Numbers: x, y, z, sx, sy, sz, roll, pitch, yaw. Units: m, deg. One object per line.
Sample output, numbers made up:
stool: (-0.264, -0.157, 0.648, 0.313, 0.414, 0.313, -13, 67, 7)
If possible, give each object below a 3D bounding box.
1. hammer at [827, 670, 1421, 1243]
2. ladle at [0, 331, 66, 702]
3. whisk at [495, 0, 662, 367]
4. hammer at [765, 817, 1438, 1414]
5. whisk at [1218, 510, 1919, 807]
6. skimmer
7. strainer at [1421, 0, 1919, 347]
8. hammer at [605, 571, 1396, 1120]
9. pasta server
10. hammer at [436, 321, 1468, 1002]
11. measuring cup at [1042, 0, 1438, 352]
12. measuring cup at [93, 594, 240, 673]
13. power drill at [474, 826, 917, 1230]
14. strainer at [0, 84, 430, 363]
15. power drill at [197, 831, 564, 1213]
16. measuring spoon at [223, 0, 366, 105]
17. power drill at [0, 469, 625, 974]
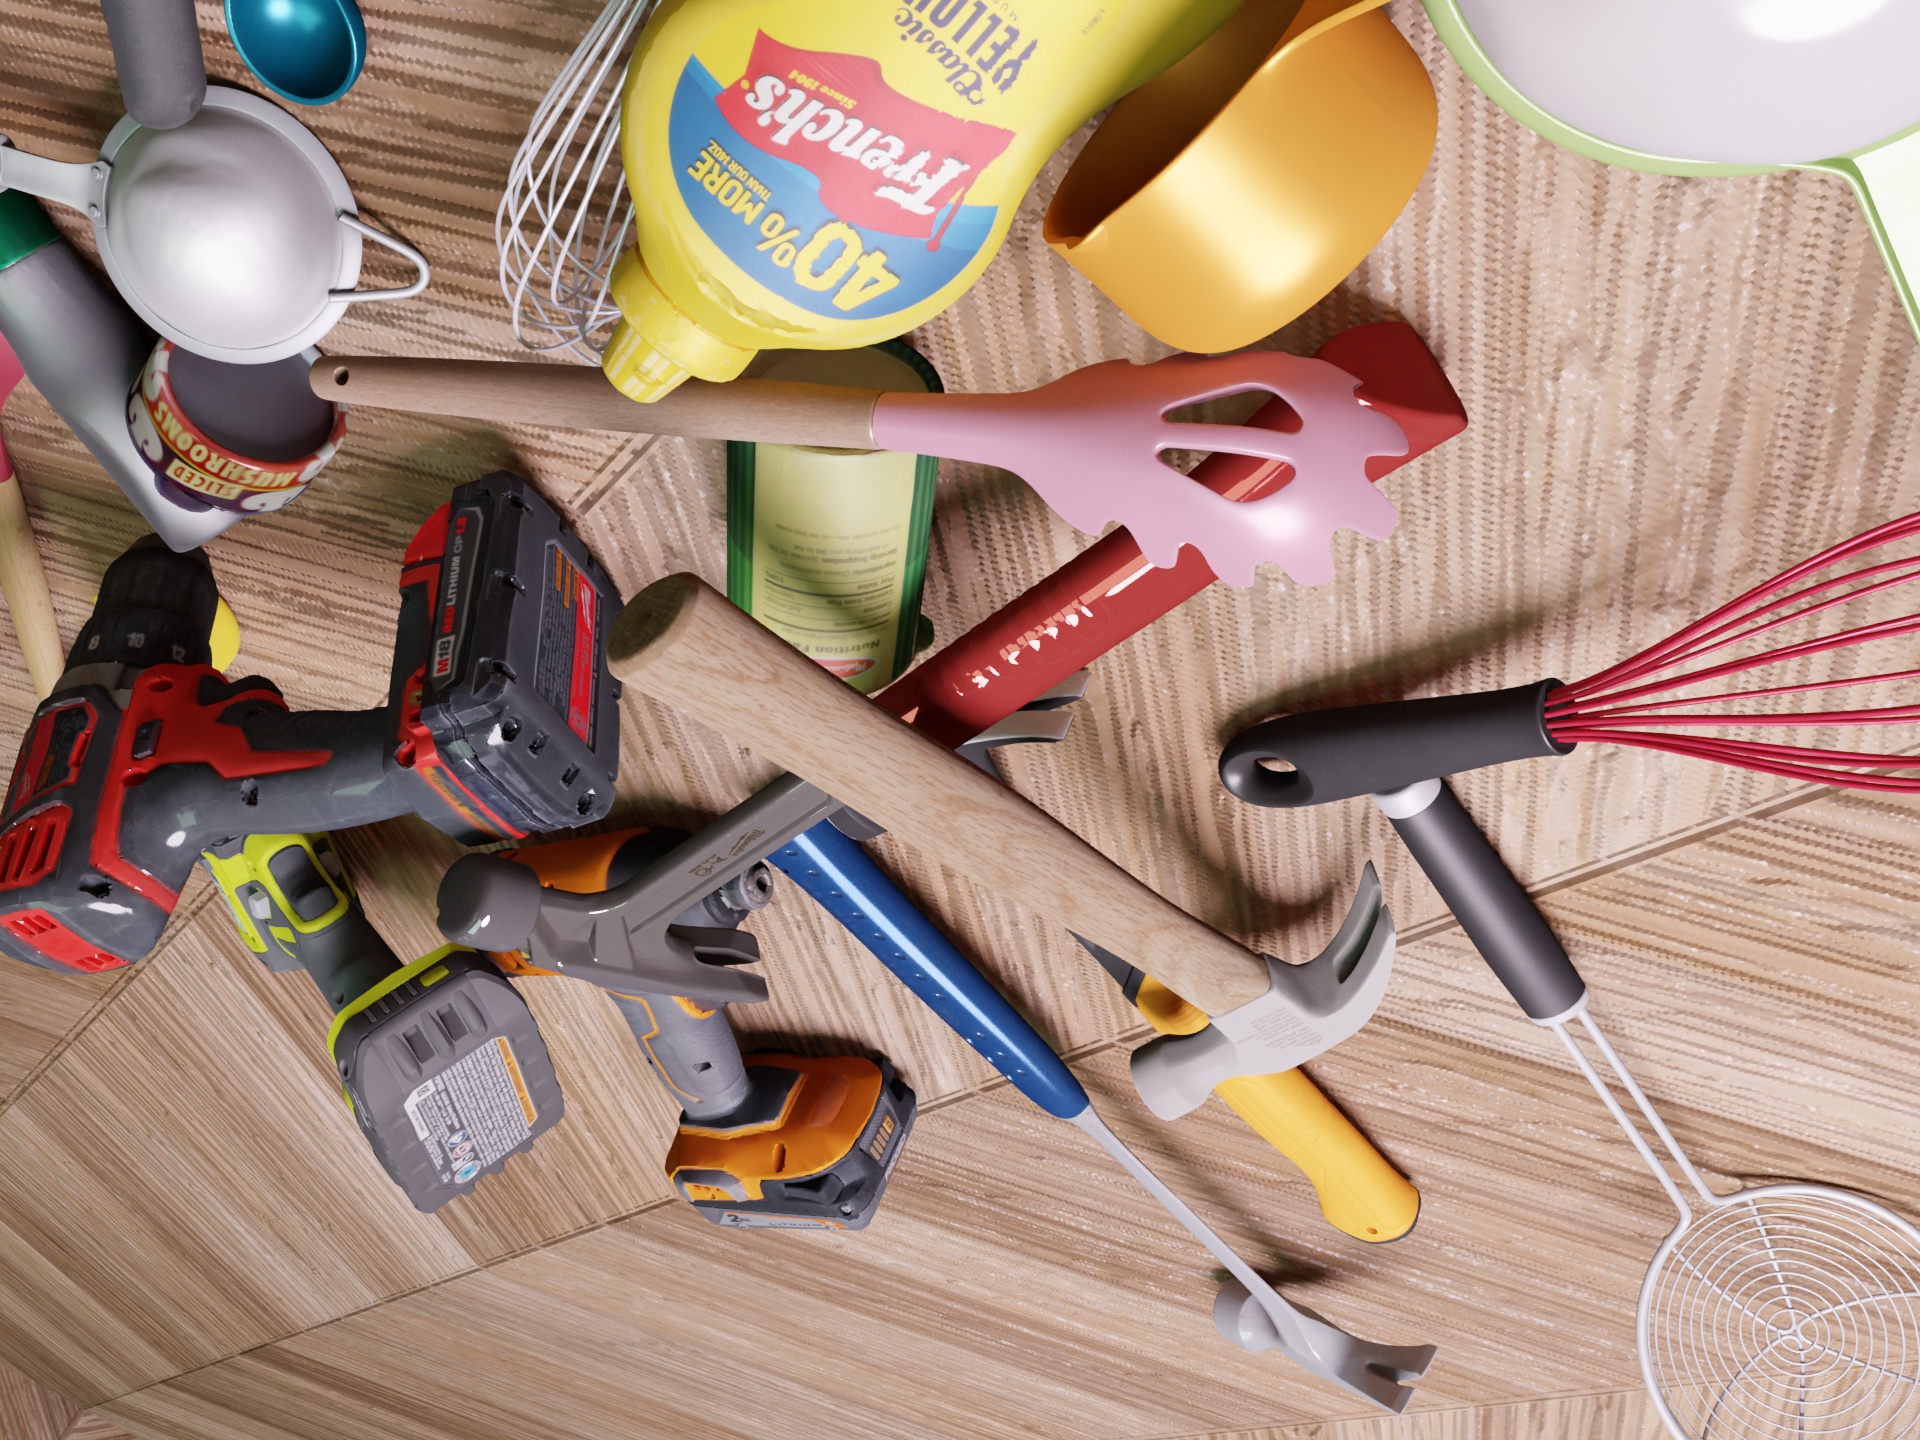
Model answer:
hammer: (0.095, 0.114, 0.653, 0.127, 0.034, 0.336, -22, 121, 41)
ladle: (-0.410, -0.090, 0.682, 0.069, 0.031, 0.315, 28, 140, 2)
whisk: (-0.057, -0.195, 0.389, 0.070, 0.070, 0.284, 30, 134, -7)
hammer: (0.060, 0.178, 0.713, 0.405, 0.035, 0.144, 47, 158, -19)
whisk: (0.189, -0.003, 0.454, 0.296, 0.073, 0.073, -13, 128, 49)
skimmer: (0.259, 0.157, 0.580, 0.127, 0.090, 0.363, -36, 113, 9)
strainer: (0.189, -0.128, 0.330, 0.151, 0.069, 0.256, -19, 122, 38)
hammer: (0.028, 0.045, 0.505, 0.130, 0.031, 0.331, -33, 134, 25)
pasta server: (-0.043, -0.081, 0.432, 0.316, 0.060, 0.040, 8, 178, 20)
hammer: (-0.001, -0.002, 0.511, 0.359, 0.037, 0.149, -33, 146, 26)
measuring cup: (0.087, -0.129, 0.335, 0.052, 0.095, 0.174, 39, 163, -23)
measuring cup: (-0.378, -0.027, 0.732, 0.062, 0.029, 0.156, 44, 137, -21)
power drill: (-0.112, 0.142, 0.745, 0.164, 0.084, 0.226, -11, 124, 33)
strainer: (-0.302, -0.174, 0.504, 0.258, 0.050, 0.086, 16, 112, -1)
power drill: (-0.282, 0.100, 0.724, 0.223, 0.080, 0.171, 39, 149, 28)
measuring spoon: (-0.174, -0.232, 0.435, 0.042, 0.021, 0.128, 27, 130, -2)
power drill: (-0.244, -0.016, 0.591, 0.226, 0.188, 0.080, -16, 143, 12)
